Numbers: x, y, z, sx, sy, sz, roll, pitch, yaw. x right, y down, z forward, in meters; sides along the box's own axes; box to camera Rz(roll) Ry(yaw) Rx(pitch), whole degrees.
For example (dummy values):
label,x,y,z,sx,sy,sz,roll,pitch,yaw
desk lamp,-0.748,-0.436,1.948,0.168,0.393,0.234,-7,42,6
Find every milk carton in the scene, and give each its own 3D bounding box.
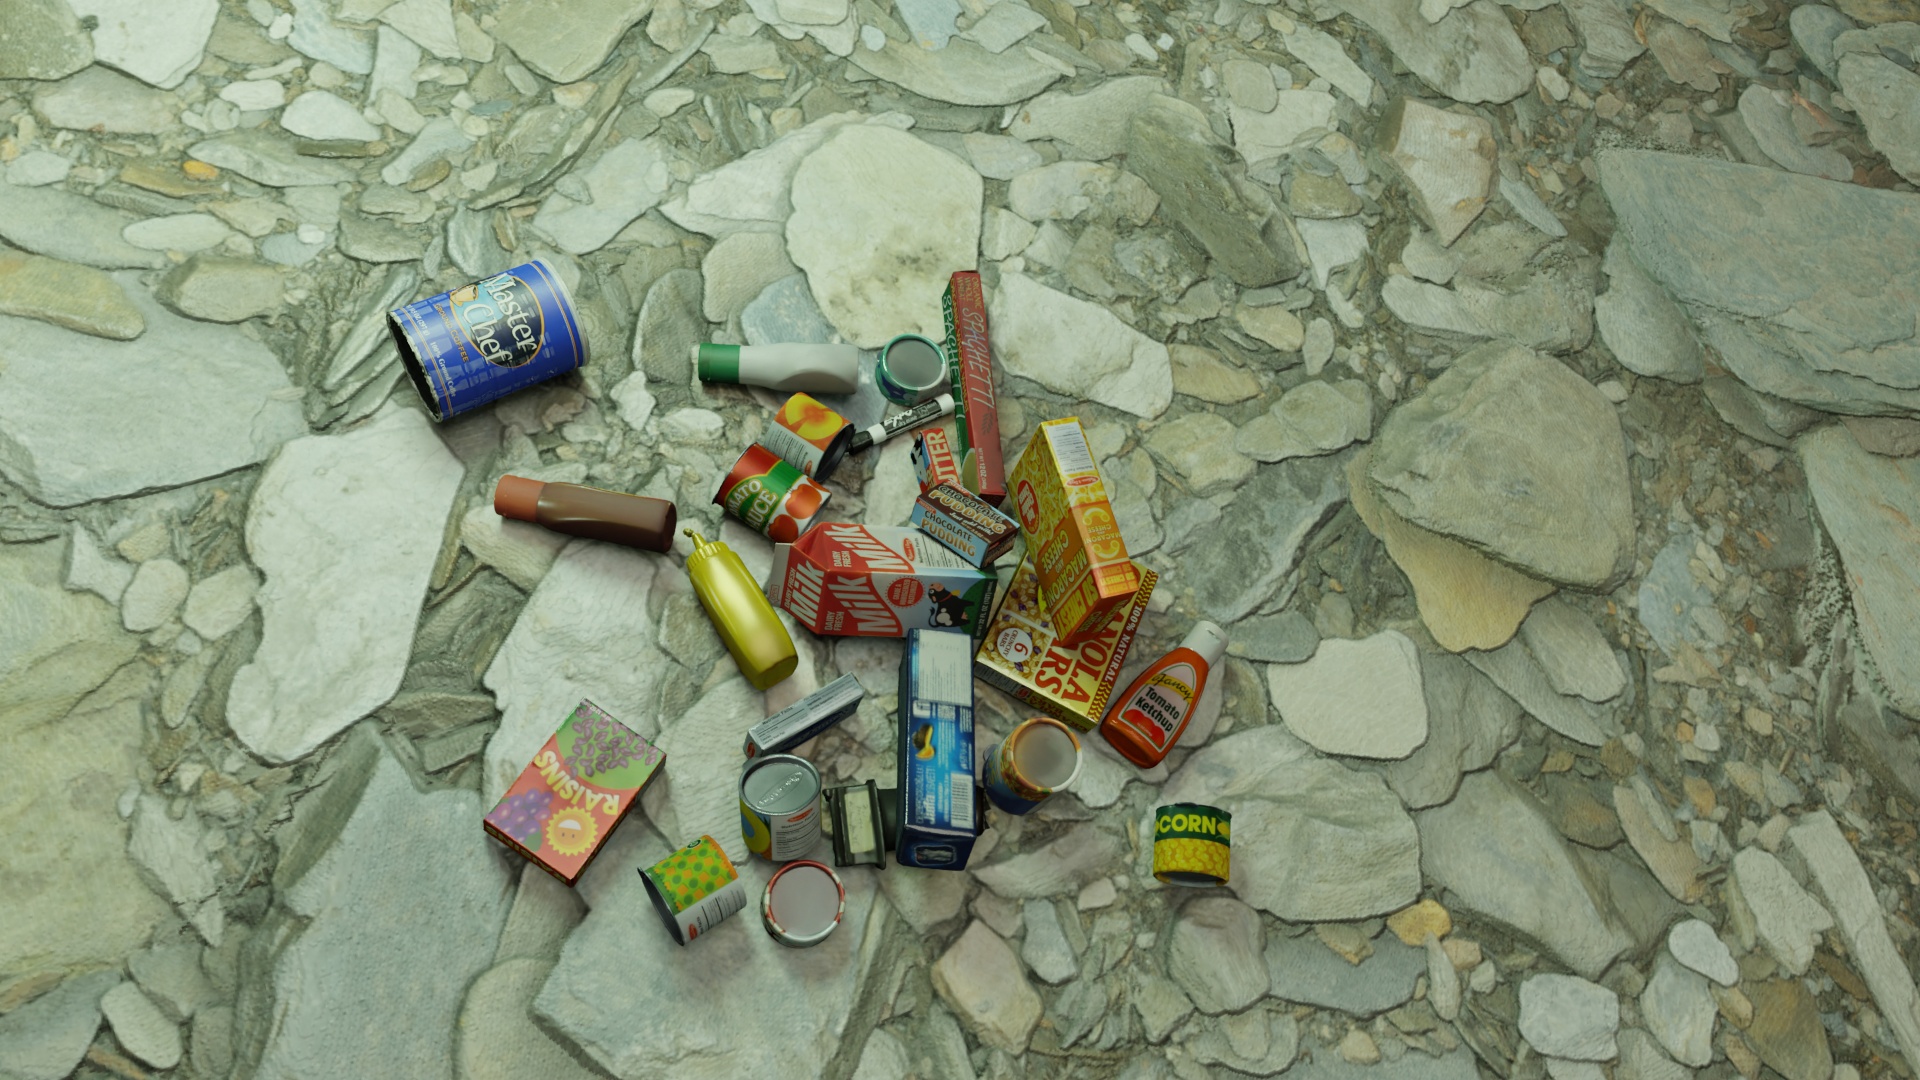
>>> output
label,x,y,z,sx,sy,sz,roll,pitch,yaw
milk carton,-0.071,0.035,1.216,0.191,0.072,0.074,4,35,-15

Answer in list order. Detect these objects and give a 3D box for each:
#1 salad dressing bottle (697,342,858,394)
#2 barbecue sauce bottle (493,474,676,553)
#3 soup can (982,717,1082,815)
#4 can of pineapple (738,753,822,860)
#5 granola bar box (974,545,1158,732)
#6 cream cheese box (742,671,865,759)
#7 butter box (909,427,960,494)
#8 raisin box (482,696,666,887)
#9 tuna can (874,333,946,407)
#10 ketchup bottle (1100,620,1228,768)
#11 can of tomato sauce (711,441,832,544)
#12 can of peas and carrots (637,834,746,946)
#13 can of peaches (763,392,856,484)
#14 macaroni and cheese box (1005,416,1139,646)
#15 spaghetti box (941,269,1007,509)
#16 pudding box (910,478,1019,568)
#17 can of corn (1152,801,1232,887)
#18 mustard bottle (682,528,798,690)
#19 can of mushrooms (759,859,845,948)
label,x,y,z,sx,sy,sz,roll,pitch,yaw
salad dressing bottle,-0.170,-0.163,1.301,0.148,0.064,0.044,2,75,-6
barbecue sauce bottle,-0.322,-0.025,1.194,0.149,0.064,0.044,11,72,-1
soup can,0.059,0.192,1.188,0.071,0.083,0.071,6,65,-13
can of pineapple,-0.146,0.214,1.123,0.071,0.057,0.071,2,37,-2
granola bar box,0.096,0.076,1.276,0.124,0.039,0.166,28,62,-1
cream cheese box,-0.131,0.151,1.170,0.104,0.053,0.024,-28,75,-25
butter box,-0.019,-0.048,1.293,0.024,0.053,0.104,-10,69,-17
raisin box,-0.306,0.200,1.107,0.086,0.040,0.124,34,61,1
tuna can,-0.050,-0.168,1.350,0.071,0.032,0.071,6,65,-13
ketchup bottle,0.193,0.136,1.273,0.065,0.043,0.149,40,62,5
can of tomato sauce,-0.167,-0.037,1.238,0.083,0.071,0.071,34,62,0
can of peas and carrots,-0.210,0.271,1.087,0.059,0.070,0.071,-28,76,-25
can of peaches,-0.138,-0.095,1.271,0.058,0.071,0.071,31,62,8
macaroni and cheese box,0.097,-0.006,1.221,0.040,0.123,0.167,-11,69,-18
spaghetti box,0.012,-0.146,1.348,0.029,0.050,0.251,1,66,-16
pudding box,0.004,-0.015,1.218,0.084,0.030,0.050,35,38,22
can of corn,0.200,0.264,1.202,0.071,0.071,0.058,12,65,-10
mustard bottle,-0.195,0.050,1.194,0.049,0.065,0.160,-27,72,-20
can of mushrooms,-0.128,0.290,1.119,0.071,0.033,0.071,6,66,-12
